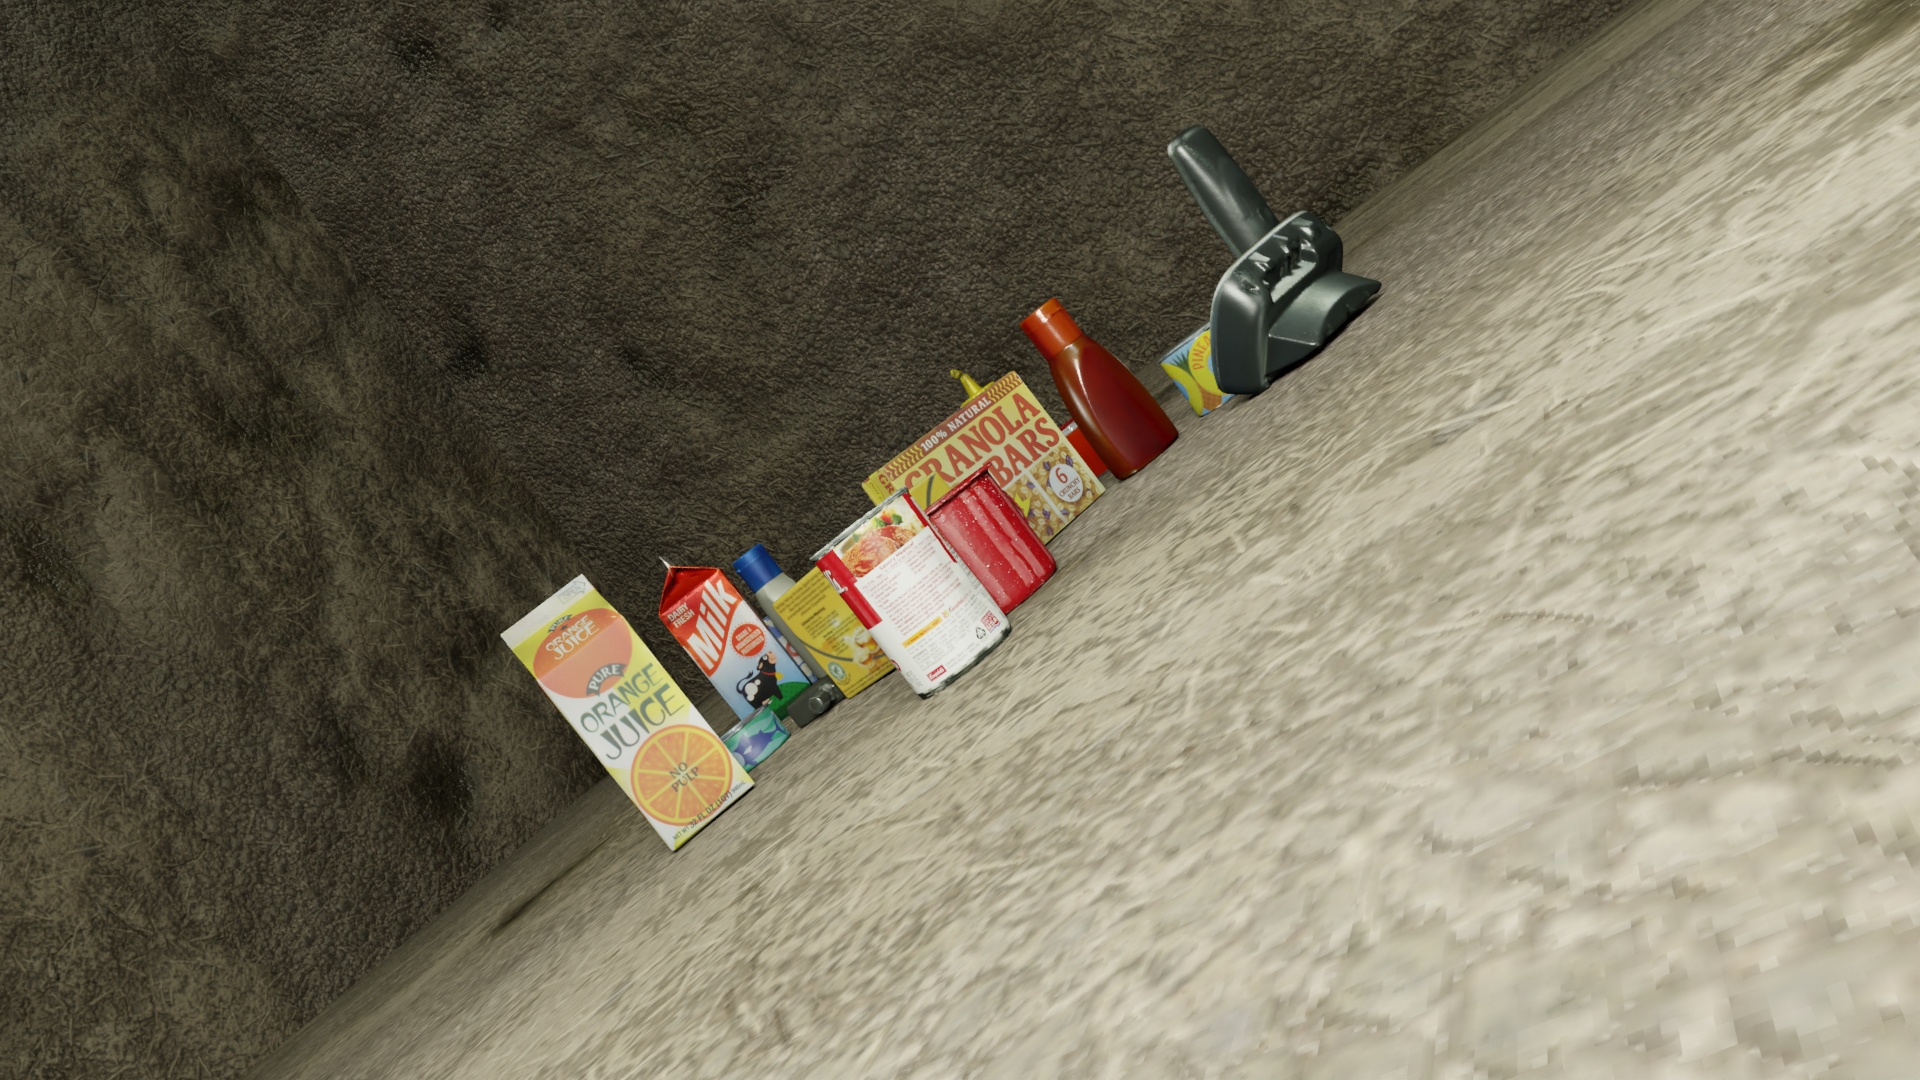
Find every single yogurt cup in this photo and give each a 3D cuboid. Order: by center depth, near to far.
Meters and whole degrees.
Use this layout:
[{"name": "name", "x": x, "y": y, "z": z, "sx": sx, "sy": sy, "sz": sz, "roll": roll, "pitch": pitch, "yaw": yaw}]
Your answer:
[{"name": "yogurt cup", "x": 0.118, "y": -0.086, "z": 1.303, "sx": 0.072, "sy": 0.054, "sz": 0.072, "roll": -38, "pitch": 3, "yaw": 2}]

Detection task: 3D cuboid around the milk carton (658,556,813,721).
[{"name": "milk carton", "x": -0.223, "y": 0.090, "z": 1.320, "sx": 0.073, "sy": 0.190, "sz": 0.072, "roll": -38, "pitch": 3, "yaw": -7}]

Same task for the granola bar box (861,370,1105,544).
[{"name": "granola bar box", "x": 0.021, "y": -0.040, "z": 1.075, "sx": 0.166, "sy": 0.124, "sz": 0.039, "roll": -40, "pitch": 3, "yaw": -38}]

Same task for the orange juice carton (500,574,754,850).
[{"name": "orange juice carton", "x": -0.234, "y": 0.120, "z": 0.974, "sx": 0.072, "sy": 0.192, "sz": 0.073, "roll": -39, "pitch": 3, "yaw": -18}]

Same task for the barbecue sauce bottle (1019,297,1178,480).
[{"name": "barbecue sauce bottle", "x": 0.106, "y": -0.123, "z": 1.096, "sx": 0.065, "sy": 0.148, "sz": 0.043, "roll": -39, "pitch": 3, "yaw": -29}]

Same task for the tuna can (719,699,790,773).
[{"name": "tuna can", "x": -0.169, "y": 0.162, "z": 1.112, "sx": 0.071, "sy": 0.033, "sz": 0.071, "roll": -38, "pitch": 3, "yaw": 2}]

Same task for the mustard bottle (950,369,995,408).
[{"name": "mustard bottle", "x": 0.046, "y": -0.094, "z": 1.250, "sx": 0.049, "sy": 0.160, "sz": 0.065, "roll": -40, "pitch": 3, "yaw": -40}]

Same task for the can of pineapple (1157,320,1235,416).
[{"name": "can of pineapple", "x": 0.203, "y": -0.142, "z": 1.120, "sx": 0.071, "sy": 0.058, "sz": 0.071, "roll": -38, "pitch": 3, "yaw": 2}]

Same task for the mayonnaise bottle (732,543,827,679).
[{"name": "mayonnaise bottle", "x": -0.170, "y": 0.071, "z": 1.398, "sx": 0.041, "sy": 0.148, "sz": 0.064, "roll": -39, "pitch": 3, "yaw": -23}]

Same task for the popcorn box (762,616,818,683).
[{"name": "popcorn box", "x": -0.151, "y": 0.092, "z": 1.461, "sx": 0.127, "sy": 0.085, "sz": 0.038, "roll": -39, "pitch": 3, "yaw": -22}]
